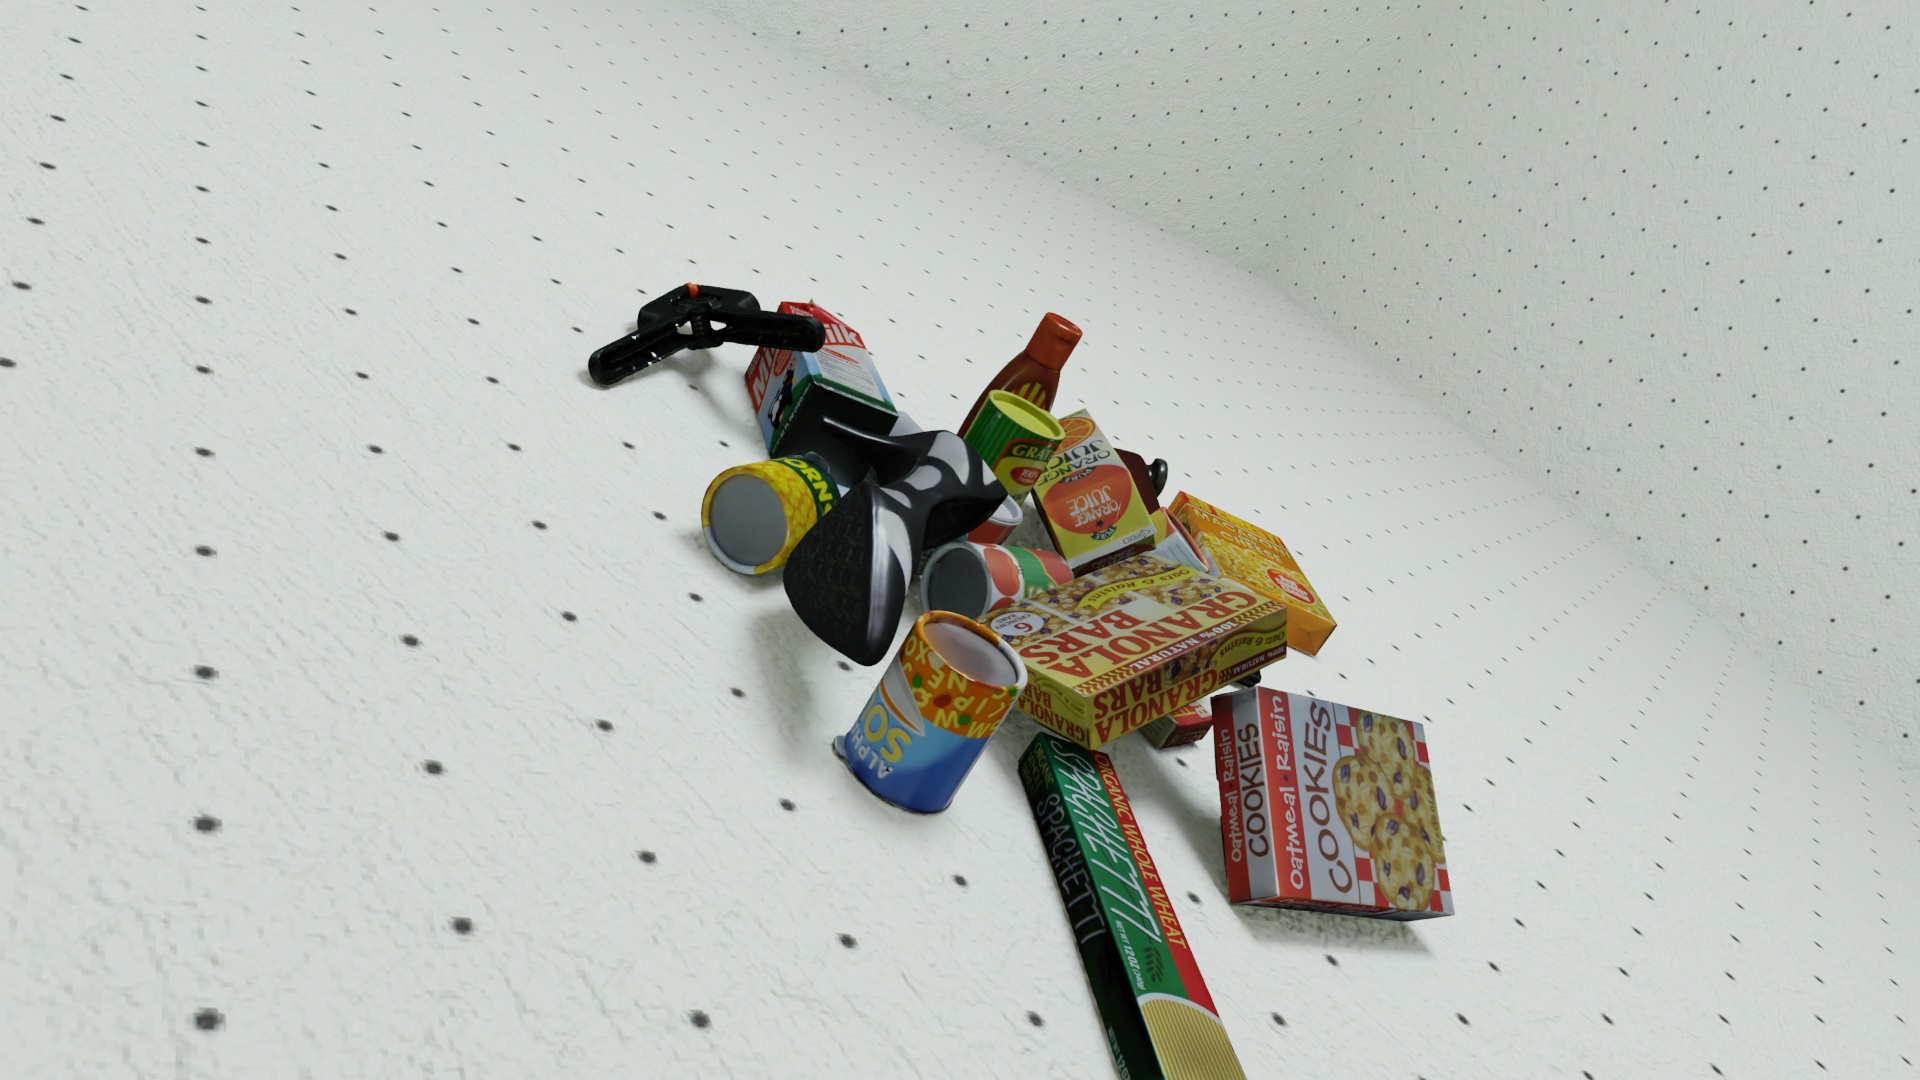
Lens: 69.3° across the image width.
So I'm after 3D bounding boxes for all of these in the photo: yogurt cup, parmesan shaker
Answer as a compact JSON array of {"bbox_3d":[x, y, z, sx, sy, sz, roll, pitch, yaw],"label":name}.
[{"bbox_3d":[0.004,-0.013,1.007,0.072,0.053,0.073,27,21,-11],"label":"yogurt cup"},{"bbox_3d":[0.028,-0.054,1.065,0.071,0.102,0.071,26,21,-11],"label":"parmesan shaker"}]

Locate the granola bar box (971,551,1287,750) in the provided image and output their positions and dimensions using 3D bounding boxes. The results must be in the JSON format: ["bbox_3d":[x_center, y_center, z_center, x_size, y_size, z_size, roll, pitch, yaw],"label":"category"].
[{"bbox_3d":[0.098,0.063,0.848,0.166,0.039,0.124,-19,26,-33],"label":"granola bar box"}]

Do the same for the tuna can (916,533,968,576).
[{"bbox_3d":[-0.026,-0.007,0.941,0.033,0.070,0.071,14,26,-36],"label":"tuna can"}]

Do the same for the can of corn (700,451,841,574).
[{"bbox_3d":[-0.113,-0.018,0.840,0.071,0.071,0.058,37,22,16],"label":"can of corn"}]

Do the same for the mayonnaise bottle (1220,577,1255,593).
[{"bbox_3d":[0.162,0.071,0.953,0.041,0.064,0.148,28,23,18],"label":"mayonnaise bottle"}]

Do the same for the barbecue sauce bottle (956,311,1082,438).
[{"bbox_3d":[0.052,-0.124,1.191,0.065,0.148,0.044,23,21,-22],"label":"barbecue sauce bottle"}]

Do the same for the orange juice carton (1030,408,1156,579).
[{"bbox_3d":[0.098,-0.031,1.098,0.193,0.072,0.072,-109,176,-65],"label":"orange juice carton"}]

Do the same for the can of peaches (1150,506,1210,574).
[{"bbox_3d":[0.160,0.013,1.124,0.071,0.058,0.071,48,15,-17],"label":"can of peaches"}]

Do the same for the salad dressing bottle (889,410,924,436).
[{"bbox_3d":[-0.056,-0.079,1.080,0.044,0.064,0.148,-25,35,-12],"label":"salad dressing bottle"}]

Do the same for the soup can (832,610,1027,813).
[{"bbox_3d":[-0.016,0.087,0.716,0.071,0.083,0.071,26,21,-11],"label":"soup can"}]

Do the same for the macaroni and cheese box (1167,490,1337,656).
[{"bbox_3d":[0.261,0.028,1.281,0.124,0.040,0.167,24,22,-17],"label":"macaroni and cheese box"}]

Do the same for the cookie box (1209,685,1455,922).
[{"bbox_3d":[0.226,0.163,0.847,0.167,0.040,0.123,15,62,-35],"label":"cookie box"}]

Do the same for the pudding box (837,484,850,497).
[{"bbox_3d":[-0.092,-0.018,0.924,0.084,0.030,0.050,18,25,-30],"label":"pudding box"}]

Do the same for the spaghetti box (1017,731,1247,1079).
[{"bbox_3d":[0.079,0.185,0.699,0.050,0.028,0.251,21,23,-21],"label":"spaghetti box"}]

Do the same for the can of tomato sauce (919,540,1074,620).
[{"bbox_3d":[0.026,0.037,0.909,0.083,0.071,0.071,8,31,-45],"label":"can of tomato sauce"}]

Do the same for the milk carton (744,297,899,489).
[{"bbox_3d":[-0.114,-0.122,1.073,0.073,0.072,0.191,20,25,-27],"label":"milk carton"}]

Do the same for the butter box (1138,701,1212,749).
[{"bbox_3d":[0.121,0.100,0.954,0.053,0.024,0.104,1,35,-51],"label":"butter box"}]
